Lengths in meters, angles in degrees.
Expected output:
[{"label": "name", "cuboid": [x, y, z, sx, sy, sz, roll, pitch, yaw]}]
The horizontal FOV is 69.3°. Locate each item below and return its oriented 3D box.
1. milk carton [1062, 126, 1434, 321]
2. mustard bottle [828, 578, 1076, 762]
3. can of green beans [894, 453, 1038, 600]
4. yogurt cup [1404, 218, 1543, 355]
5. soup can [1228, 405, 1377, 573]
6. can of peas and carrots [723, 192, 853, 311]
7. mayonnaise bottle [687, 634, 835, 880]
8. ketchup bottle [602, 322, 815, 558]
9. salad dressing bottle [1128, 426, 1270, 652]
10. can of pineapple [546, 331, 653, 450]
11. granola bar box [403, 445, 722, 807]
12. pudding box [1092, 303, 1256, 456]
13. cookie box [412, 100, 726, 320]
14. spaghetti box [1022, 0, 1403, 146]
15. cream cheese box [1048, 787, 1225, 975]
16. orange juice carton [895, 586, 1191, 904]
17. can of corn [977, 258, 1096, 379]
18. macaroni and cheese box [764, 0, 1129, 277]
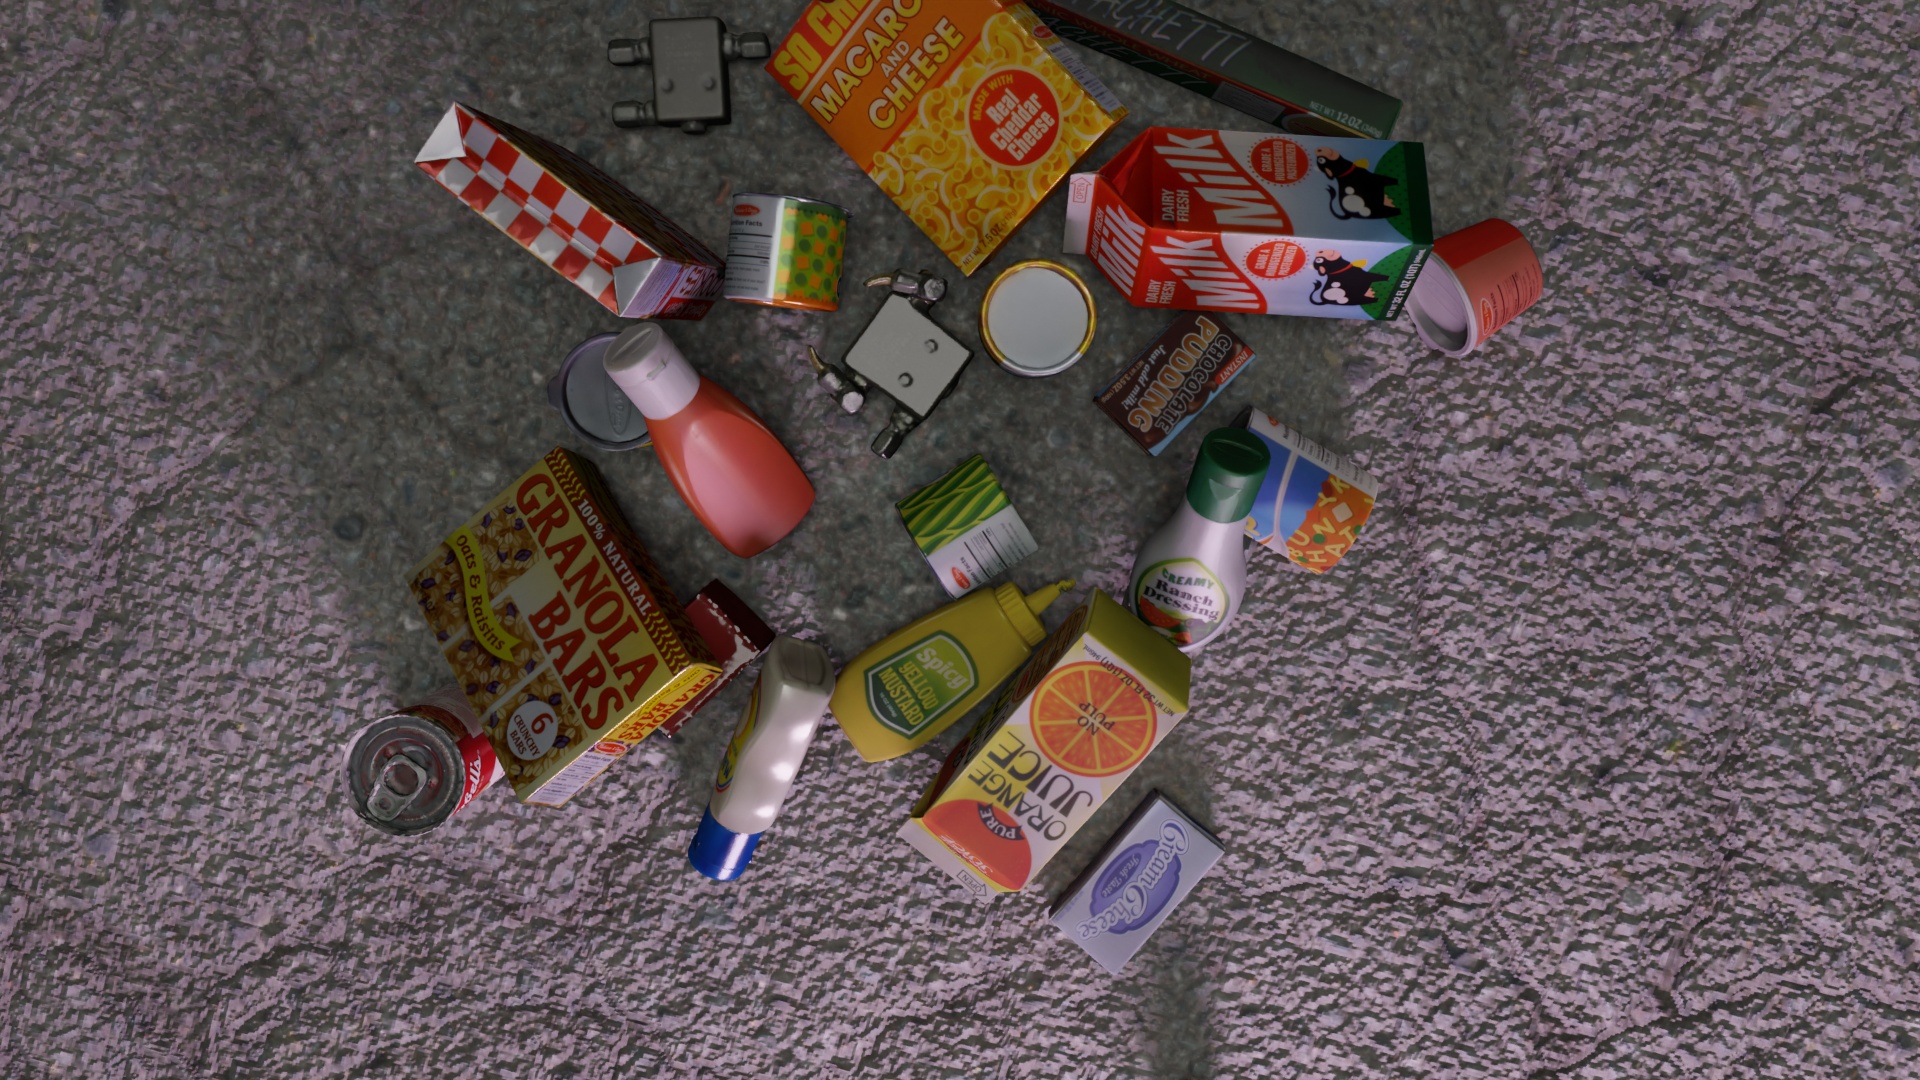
[{"label": "milk carton", "cuboid": [0.154, -0.175, 0.766, 0.191, 0.072, 0.074, 3, 64, 1]}, {"label": "mustard bottle", "cuboid": [-0.001, 0.066, 0.813, 0.160, 0.049, 0.065, -35, 92, 4]}, {"label": "can of green beans", "cuboid": [0.004, -0.008, 0.799, 0.058, 0.071, 0.071, -32, 94, 3]}, {"label": "yogurt cup", "cuboid": [0.289, -0.146, 0.785, 0.054, 0.072, 0.072, -29, 94, -5]}, {"label": "soup can", "cuboid": [0.183, -0.026, 0.795, 0.084, 0.071, 0.071, 29, 95, -2]}, {"label": "can of peas and carrots", "cuboid": [-0.097, -0.162, 0.788, 0.071, 0.071, 0.058, 7, 96, 0]}, {"label": "mayonnaise bottle", "cuboid": [-0.118, 0.131, 0.809, 0.041, 0.065, 0.147, 19, 111, -17]}, {"label": "ketchup bottle", "cuboid": [-0.139, -0.056, 0.765, 0.065, 0.043, 0.148, -43, 135, -10]}, {"label": "salad dressing bottle", "cuboid": [0.133, 0.001, 0.765, 0.064, 0.044, 0.146, 20, 139, 9]}, {"label": "can of pineapple", "cuboid": [-0.193, -0.086, 0.799, 0.071, 0.058, 0.071, 0, 95, 1]}, {"label": "granola bar box", "cuboid": [-0.226, 0.047, 0.785, 0.124, 0.039, 0.166, -39, 66, 5]}, {"label": "pudding box", "cuboid": [0.124, -0.094, 0.807, 0.083, 0.030, 0.049, -44, 94, 4]}, {"label": "cookie box", "cuboid": [-0.195, -0.169, 0.737, 0.123, 0.168, 0.040, 36, 98, -3]}, {"label": "spaghetti box", "cuboid": [0.125, -0.277, 0.781, 0.250, 0.050, 0.028, 23, 94, -1]}, {"label": "cream cheese box", "cuboid": [0.105, 0.205, 0.836, 0.053, 0.024, 0.103, 40, 94, -3]}, {"label": "orange juice carton", "cuboid": [0.044, 0.126, 0.793, 0.072, 0.073, 0.192, 38, 111, -3]}, {"label": "can of corn", "cuboid": [0.042, -0.128, 0.791, 0.071, 0.058, 0.071, 0, 95, 1]}, {"label": "macaroni and cheese box", "cuboid": [-0.010, -0.249, 0.767, 0.166, 0.040, 0.123, 45, 120, -3]}]
